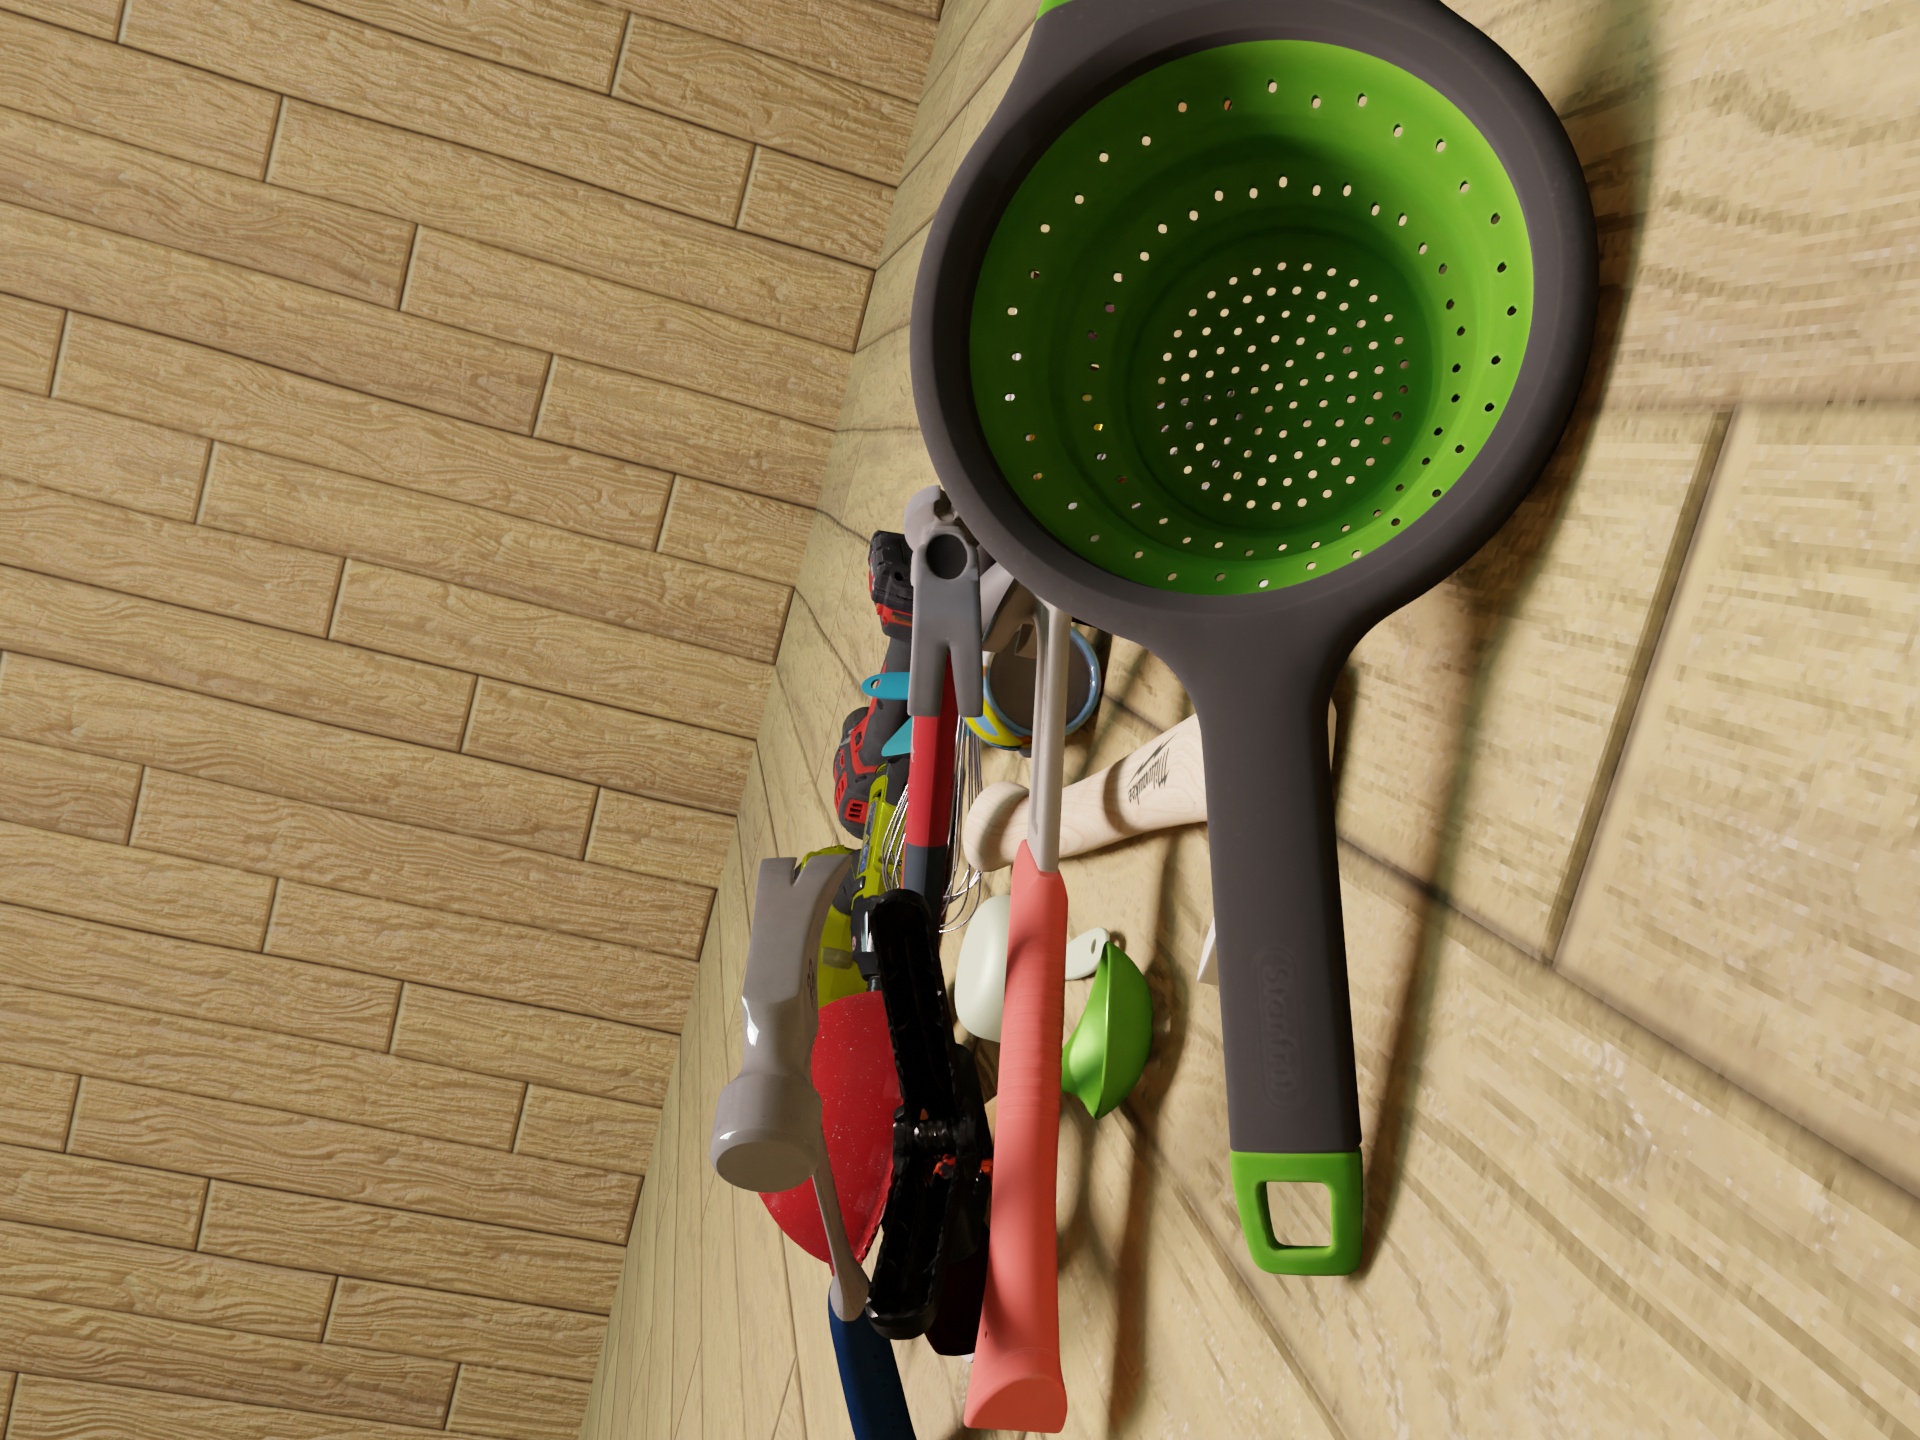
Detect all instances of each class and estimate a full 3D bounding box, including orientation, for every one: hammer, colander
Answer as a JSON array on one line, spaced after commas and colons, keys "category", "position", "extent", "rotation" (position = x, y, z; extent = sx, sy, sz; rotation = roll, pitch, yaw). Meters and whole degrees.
[{"category": "hammer", "position": [0.029, 0.095, 0.654], "extent": [0.149, 0.036, 0.359], "rotation": [122, 154, -65]}, {"category": "colander", "position": [0.099, -0.038, 0.501], "extent": [0.094, 0.204, 0.397], "rotation": [12, -106, -68]}, {"category": "hammer", "position": [0.062, 0.049, 0.724], "extent": [0.410, 0.038, 0.146], "rotation": [146, 135, -74]}, {"category": "hammer", "position": [-0.018, 0.072, 0.842], "extent": [0.386, 0.038, 0.143], "rotation": [95, 176, -45]}, {"category": "hammer", "position": [-0.046, 0.226, 0.661], "extent": [0.144, 0.035, 0.405], "rotation": [-89, -5, -48]}]

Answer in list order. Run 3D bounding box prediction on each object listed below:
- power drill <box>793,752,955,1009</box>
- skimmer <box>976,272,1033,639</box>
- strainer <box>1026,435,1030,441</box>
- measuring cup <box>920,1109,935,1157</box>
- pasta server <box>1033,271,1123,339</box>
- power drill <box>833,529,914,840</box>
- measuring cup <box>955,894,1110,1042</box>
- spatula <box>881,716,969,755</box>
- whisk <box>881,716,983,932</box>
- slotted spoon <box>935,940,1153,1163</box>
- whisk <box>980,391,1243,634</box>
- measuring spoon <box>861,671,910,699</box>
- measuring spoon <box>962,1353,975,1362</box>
[{"category": "power drill", "position": [-0.070, 0.139, 1.151], "extent": [0.223, 0.080, 0.171], "rotation": [132, 150, -61]}, {"category": "skimmer", "position": [0.060, -0.194, 0.826], "extent": [0.127, 0.090, 0.363], "rotation": [-107, 22, -61]}, {"category": "strainer", "position": [0.029, -0.225, 1.139], "extent": [0.087, 0.050, 0.259], "rotation": [-45, 28, 26]}, {"category": "measuring cup", "position": [-0.040, 0.269, 0.916], "extent": [0.095, 0.052, 0.174], "rotation": [122, 157, -57]}, {"category": "pasta server", "position": [0.059, -0.273, 1.015], "extent": [0.060, 0.040, 0.316], "rotation": [-45, 26, 8]}, {"category": "power drill", "position": [-0.056, -0.035, 1.290], "extent": [0.188, 0.080, 0.226], "rotation": [-103, 26, -66]}, {"category": "measuring cup", "position": [0.032, 0.116, 0.774], "extent": [0.167, 0.038, 0.083], "rotation": [131, 150, -70]}, {"category": "spatula", "position": [0.016, -0.111, 1.105], "extent": [0.082, 0.044, 0.318], "rotation": [-14, 54, 39]}, {"category": "whisk", "position": [-0.003, -0.003, 0.949], "extent": [0.070, 0.070, 0.284], "rotation": [-110, 27, -70]}, {"category": "slotted spoon", "position": [0.031, 0.175, 0.746], "extent": [0.313, 0.031, 0.070], "rotation": [121, 157, -61]}, {"category": "whisk", "position": [0.059, -0.093, 0.774], "extent": [0.239, 0.055, 0.055], "rotation": [-37, 39, 53]}, {"category": "measuring spoon", "position": [-0.024, -0.027, 1.037], "extent": [0.129, 0.021, 0.042], "rotation": [1, 59, 43]}, {"category": "measuring spoon", "position": [-0.004, 0.293, 0.821], "extent": [0.124, 0.018, 0.034], "rotation": [-142, 61, -70]}]
